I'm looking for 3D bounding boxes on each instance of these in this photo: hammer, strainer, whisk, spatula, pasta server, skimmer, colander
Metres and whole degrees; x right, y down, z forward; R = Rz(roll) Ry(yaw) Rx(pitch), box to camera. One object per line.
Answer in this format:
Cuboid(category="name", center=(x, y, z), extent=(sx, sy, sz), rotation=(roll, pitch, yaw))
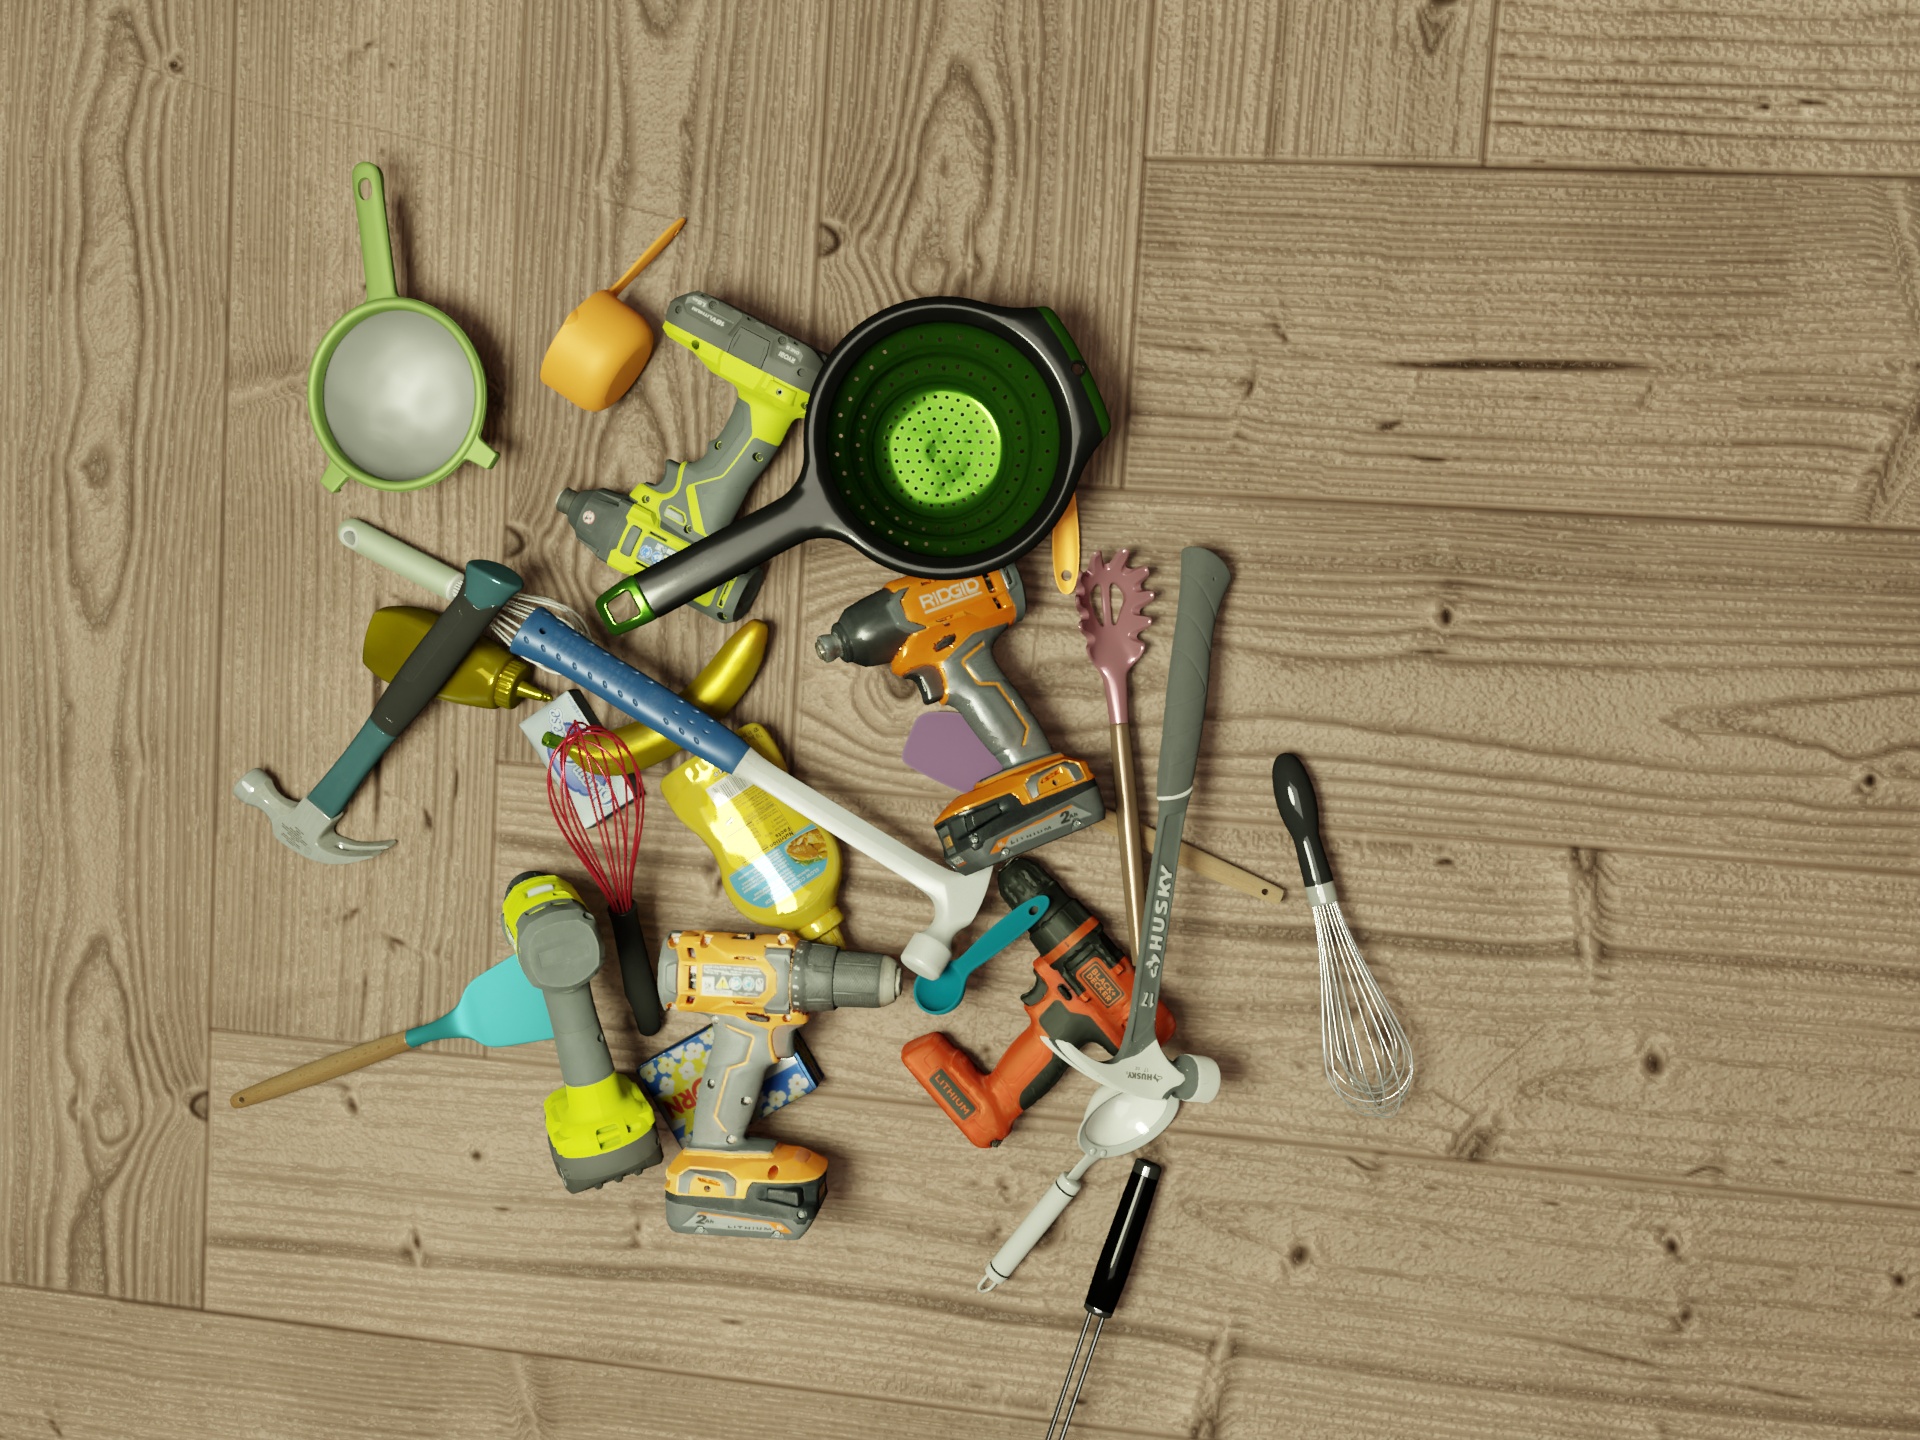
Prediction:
Cuboid(category="hammer", center=(0.151, 0.072, 1.176), extent=(0.149, 0.036, 0.409), rotation=(13, 81, -31))
Cuboid(category="strainer", center=(0.088, 0.357, 1.251), extent=(0.086, 0.050, 0.258), rotation=(25, 107, -38))
Cuboid(category="whisk", center=(-0.266, 0.128, 1.232), extent=(0.073, 0.073, 0.295), rotation=(-1, 120, 8))
Cuboid(category="whisk", center=(-0.401, -0.105, 1.288), extent=(0.246, 0.059, 0.057), rotation=(27, 114, 10))
Cuboid(category="spatula", center=(0.104, 0.071, 1.240), extent=(0.316, 0.018, 0.060), rotation=(24, 96, 7))
Cuboid(category="pasta server", center=(0.125, 0.029, 1.212), extent=(0.060, 0.040, 0.316), rotation=(-5, 88, -6))
Cuboid(category="skimmer", center=(0.086, 0.520, 1.268), extent=(0.127, 0.090, 0.363), rotation=(20, 86, 2))
Cuboid(category="hammer", center=(-0.155, 0.032, 1.213), extent=(0.405, 0.035, 0.144), rotation=(32, 70, -2))
Cuboid(category="colander", center=(-0.086, -0.168, 1.190), extent=(0.397, 0.094, 0.204), rotation=(-28, 95, -1))
Cuboid(category="spatula", center=(-0.476, 0.273, 1.335), extent=(0.317, 0.044, 0.082), rotation=(-20, 91, 14))
Cuboid(category="whisk", center=(0.282, 0.162, 1.206), extent=(0.070, 0.070, 0.284), rotation=(-16, 86, 9))
Cuboid(category="strainer", center=(-0.443, -0.308, 1.267), extent=(0.151, 0.069, 0.256), rotation=(-7, 92, 11))
Cuboid(category="hammer", center=(-0.453, -0.007, 1.267), extent=(0.128, 0.033, 0.331), rotation=(43, 113, -3))

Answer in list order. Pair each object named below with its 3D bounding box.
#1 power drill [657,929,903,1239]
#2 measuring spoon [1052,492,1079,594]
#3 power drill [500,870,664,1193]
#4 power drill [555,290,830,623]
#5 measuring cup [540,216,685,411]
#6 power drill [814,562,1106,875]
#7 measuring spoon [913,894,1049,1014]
Cuboid(category="power drill", center=(-0.139, 0.274, 1.220), extent=(0.185, 0.084, 0.226), rotation=(2, 92, 5))
Cuboid(category="measuring spoon", center=(0.082, -0.156, 1.234), extent=(0.021, 0.011, 0.117), rotation=(-1, 97, 7))
Cuboid(category="power drill", center=(-0.305, 0.231, 1.243), extent=(0.080, 0.191, 0.228), rotation=(-15, 103, -20))
Cuboid(category="power drill", center=(-0.205, -0.210, 1.237), extent=(0.171, 0.080, 0.223), rotation=(28, 100, 4))
Cuboid(category="measuring cup", center=(-0.253, -0.316, 1.243), extent=(0.052, 0.095, 0.173), rotation=(38, 80, -2))
Cuboid(category="power drill", center=(-0.002, -0.004, 1.188), extent=(0.164, 0.084, 0.226), rotation=(-20, 84, -17))
Cuboid(category="measuring spoon", center=(0.020, 0.179, 1.214), extent=(0.128, 0.021, 0.042), rotation=(-39, 52, 0))
